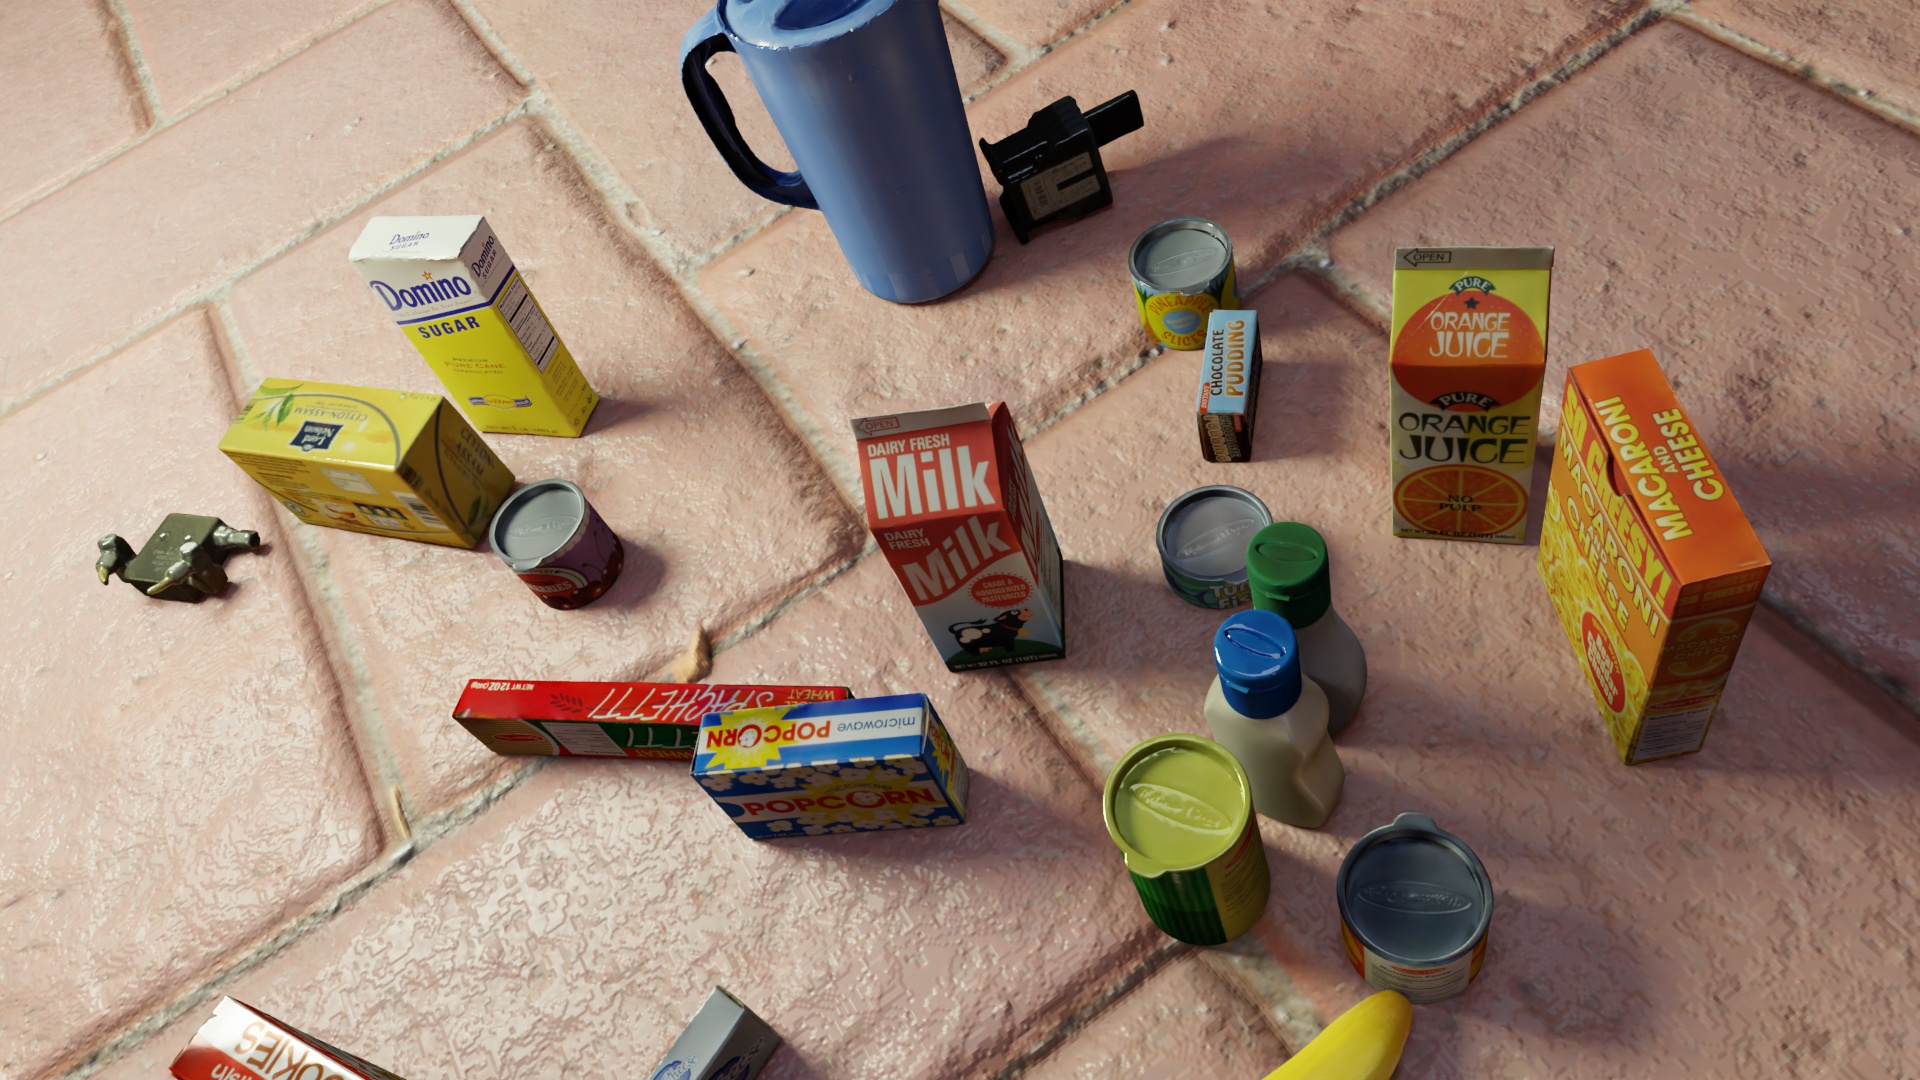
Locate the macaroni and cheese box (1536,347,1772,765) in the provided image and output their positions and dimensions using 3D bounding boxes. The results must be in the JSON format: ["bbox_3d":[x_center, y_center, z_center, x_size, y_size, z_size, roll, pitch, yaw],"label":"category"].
[{"bbox_3d":[0.314,0.012,0.647,0.040,0.165,0.124,-14,53,8],"label":"macaroni and cheese box"}]

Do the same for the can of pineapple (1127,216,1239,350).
[{"bbox_3d":[0.145,-0.164,0.897,0.071,0.057,0.071,-8,53,12],"label":"can of pineapple"}]

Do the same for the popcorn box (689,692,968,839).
[{"bbox_3d":[-0.067,0.122,0.739,0.127,0.085,0.038,-7,54,13],"label":"popcorn box"}]

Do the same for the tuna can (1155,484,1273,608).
[{"bbox_3d":[0.147,0.006,0.789,0.071,0.032,0.071,-8,53,12],"label":"tuna can"}]

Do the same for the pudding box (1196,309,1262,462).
[{"bbox_3d":[0.164,-0.095,0.846,0.030,0.049,0.084,2,56,19],"label":"pudding box"}]

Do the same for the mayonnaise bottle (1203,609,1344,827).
[{"bbox_3d":[0.147,0.085,0.659,0.065,0.147,0.041,22,64,29],"label":"mayonnaise bottle"}]

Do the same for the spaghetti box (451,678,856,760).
[{"bbox_3d":[-0.173,0.106,0.807,0.250,0.050,0.029,-1,55,17],"label":"spaghetti box"}]

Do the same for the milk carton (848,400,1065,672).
[{"bbox_3d":[0.003,-0.009,0.746,0.072,0.189,0.074,-8,54,13],"label":"milk carton"}]

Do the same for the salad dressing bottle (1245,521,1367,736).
[{"bbox_3d":[0.165,0.047,0.681,0.064,0.147,0.044,9,59,23],"label":"salad dressing bottle"}]

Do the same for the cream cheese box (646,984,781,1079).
[{"bbox_3d":[-0.133,0.272,0.671,0.024,0.053,0.104,24,66,30],"label":"cream cheese box"}]

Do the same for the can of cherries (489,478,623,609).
[{"bbox_3d":[-0.262,0.005,0.902,0.071,0.058,0.072,-9,53,12],"label":"can of cherries"}]

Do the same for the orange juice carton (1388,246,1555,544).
[{"bbox_3d":[0.261,-0.082,0.716,0.072,0.191,0.073,4,57,20],"label":"orange juice carton"}]

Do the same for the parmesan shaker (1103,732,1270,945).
[{"bbox_3d":[0.107,0.146,0.656,0.071,0.102,0.071,-9,53,12],"label":"parmesan shaker"}]

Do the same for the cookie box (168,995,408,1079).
[{"bbox_3d":[-0.258,0.274,0.637,0.123,0.166,0.040,15,61,26],"label":"cookie box"}]

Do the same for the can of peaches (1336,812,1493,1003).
[{"bbox_3d":[0.208,0.169,0.636,0.071,0.057,0.071,-8,53,12],"label":"can of peaches"}]
